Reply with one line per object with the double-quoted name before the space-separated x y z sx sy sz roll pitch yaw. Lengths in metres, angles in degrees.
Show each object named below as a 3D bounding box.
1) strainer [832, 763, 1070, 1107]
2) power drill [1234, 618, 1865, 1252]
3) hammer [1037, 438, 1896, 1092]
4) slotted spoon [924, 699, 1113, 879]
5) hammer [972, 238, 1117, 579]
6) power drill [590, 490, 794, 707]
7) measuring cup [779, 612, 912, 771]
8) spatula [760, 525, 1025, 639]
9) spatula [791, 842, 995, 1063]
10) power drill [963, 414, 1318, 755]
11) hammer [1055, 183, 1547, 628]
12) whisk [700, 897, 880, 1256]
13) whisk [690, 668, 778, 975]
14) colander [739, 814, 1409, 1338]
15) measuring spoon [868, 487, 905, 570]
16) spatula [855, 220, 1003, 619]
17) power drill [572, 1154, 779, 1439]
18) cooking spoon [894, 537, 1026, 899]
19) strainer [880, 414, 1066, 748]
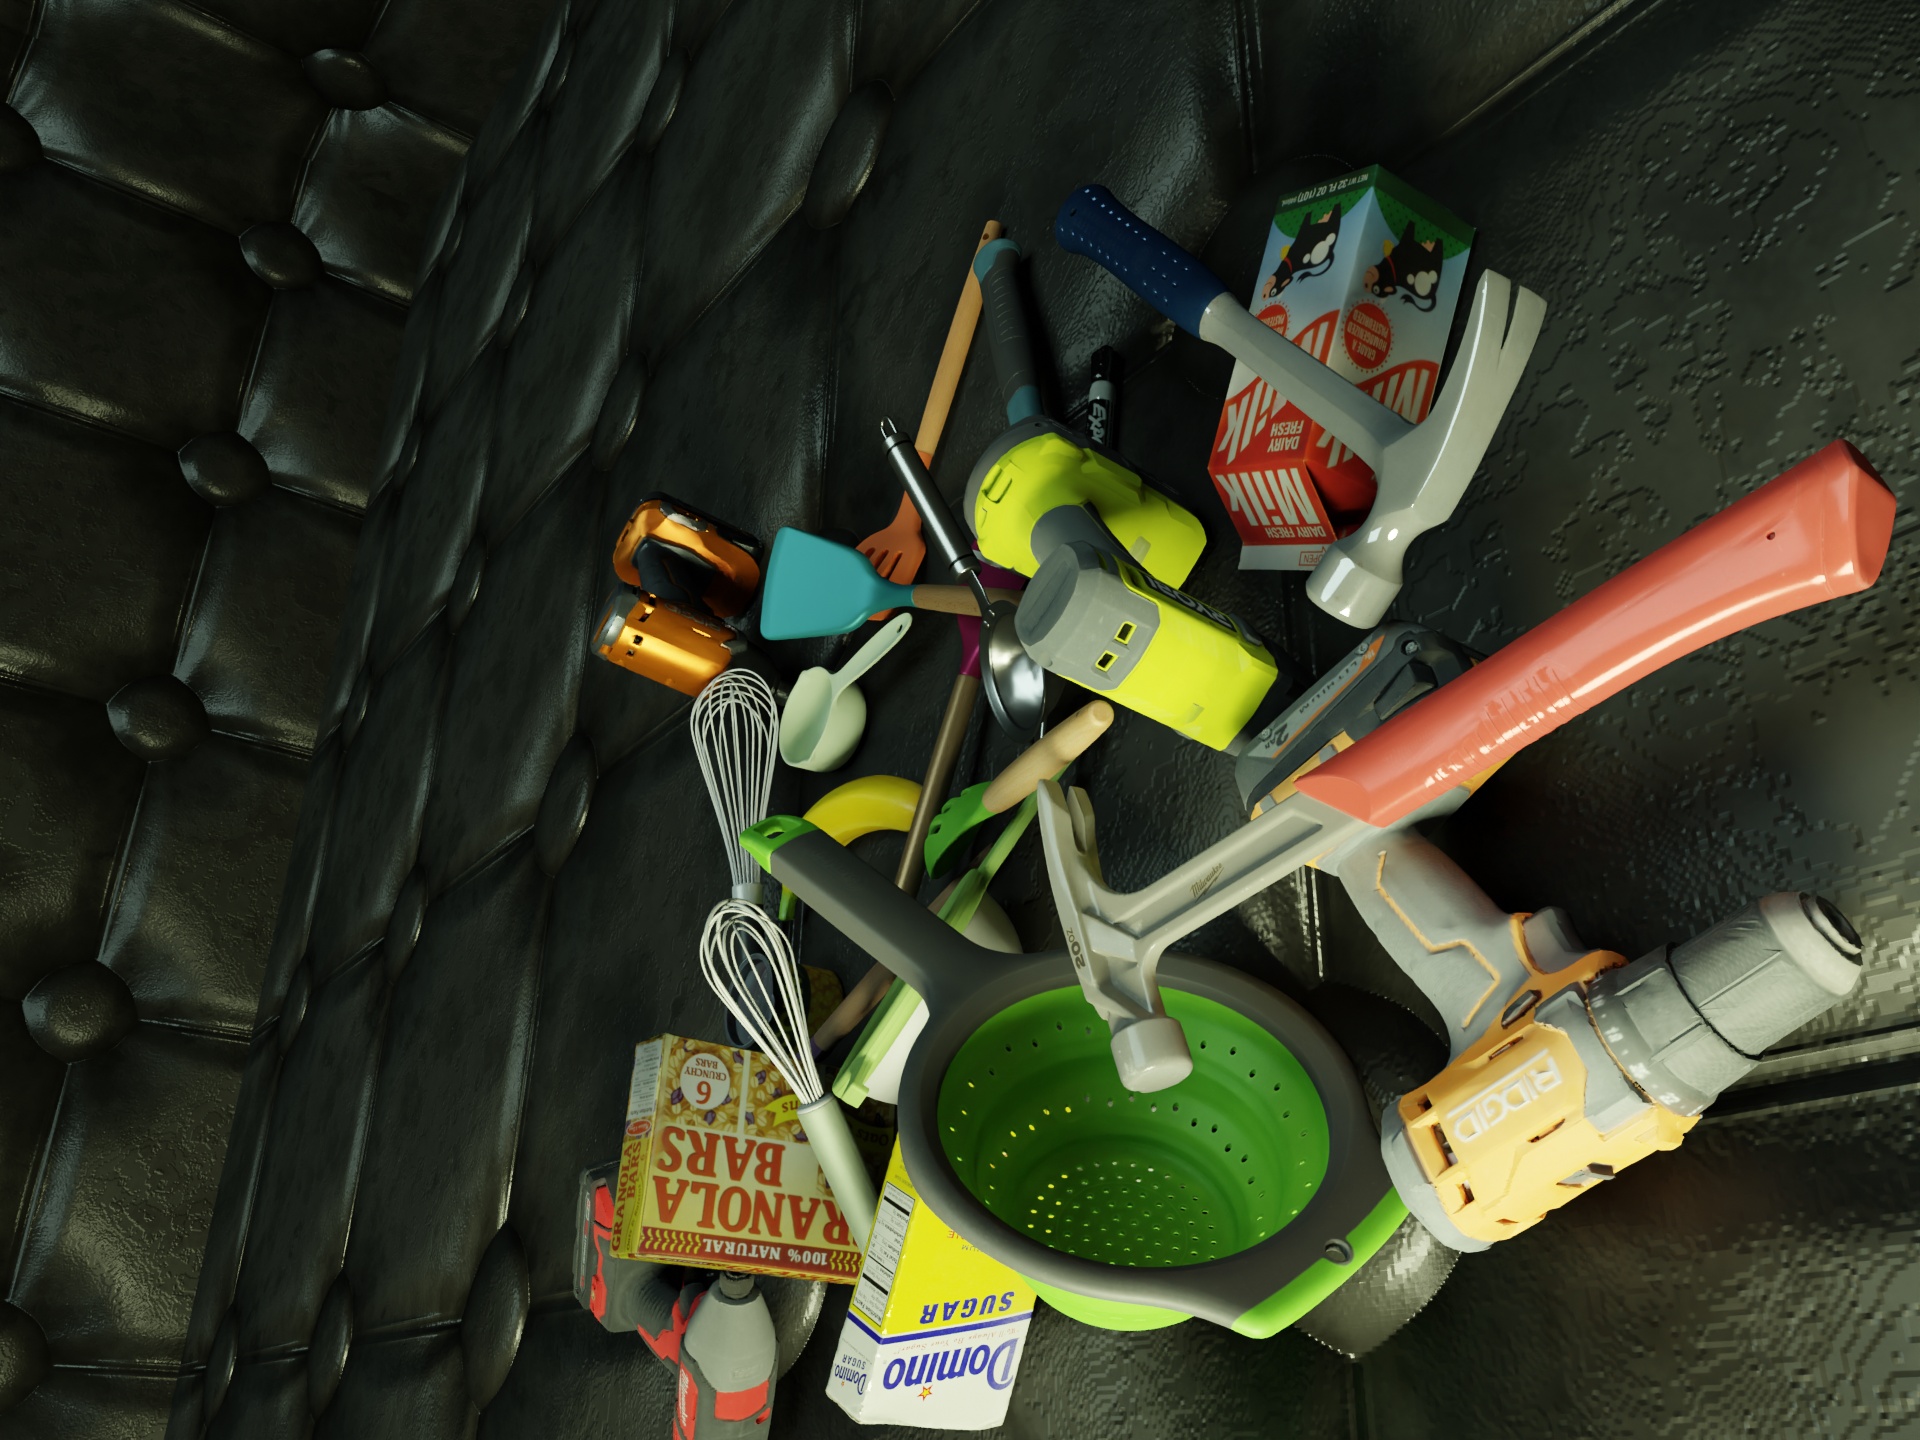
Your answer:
"strainer" 0.024 0.121 0.911 0.256 0.069 0.151 -56 -1 -7
"power drill" 0.217 0.064 0.622 0.185 0.084 0.226 -46 43 31
"hammer" 0.171 0.006 0.609 0.359 0.036 0.149 -39 52 35
"slotted spoon" 0.027 0.035 0.857 0.070 0.031 0.313 -52 2 -20
"hammer" 0.042 -0.221 1.057 0.128 0.033 0.331 -51 32 37
"power drill" -0.214 -0.092 1.317 0.084 0.164 0.227 -56 22 23
"measuring cup" -0.073 -0.023 1.152 0.167 0.038 0.083 -42 42 36
"spatula" -0.018 -0.080 1.039 0.318 0.044 0.082 9 89 47
"spatula" -0.074 0.192 1.022 0.316 0.018 0.060 -49 20 19
"power drill" 0.092 -0.064 0.810 0.080 0.171 0.223 -57 26 20
"hammer" 0.135 -0.200 0.781 0.144 0.035 0.406 -61 30 21
"whisk" -0.088 0.218 0.935 0.058 0.059 0.246 -24 91 37
"whisk" -0.159 0.098 1.180 0.070 0.070 0.285 -24 67 50
"colander" 0.021 0.167 0.763 0.397 0.204 0.094 32 134 39
"measuring spoon" -0.053 -0.156 1.206 0.034 0.018 0.124 33 101 58
"spatula" -0.025 -0.223 1.177 0.081 0.041 0.323 13 83 35
"power drill" -0.186 0.383 1.057 0.220 0.078 0.143 29 116 55
"cooking spoon" -0.002 -0.003 1.025 0.069 0.017 0.319 1 69 47
"strainer" 0.009 -0.087 0.966 0.259 0.050 0.086 62 152 20
